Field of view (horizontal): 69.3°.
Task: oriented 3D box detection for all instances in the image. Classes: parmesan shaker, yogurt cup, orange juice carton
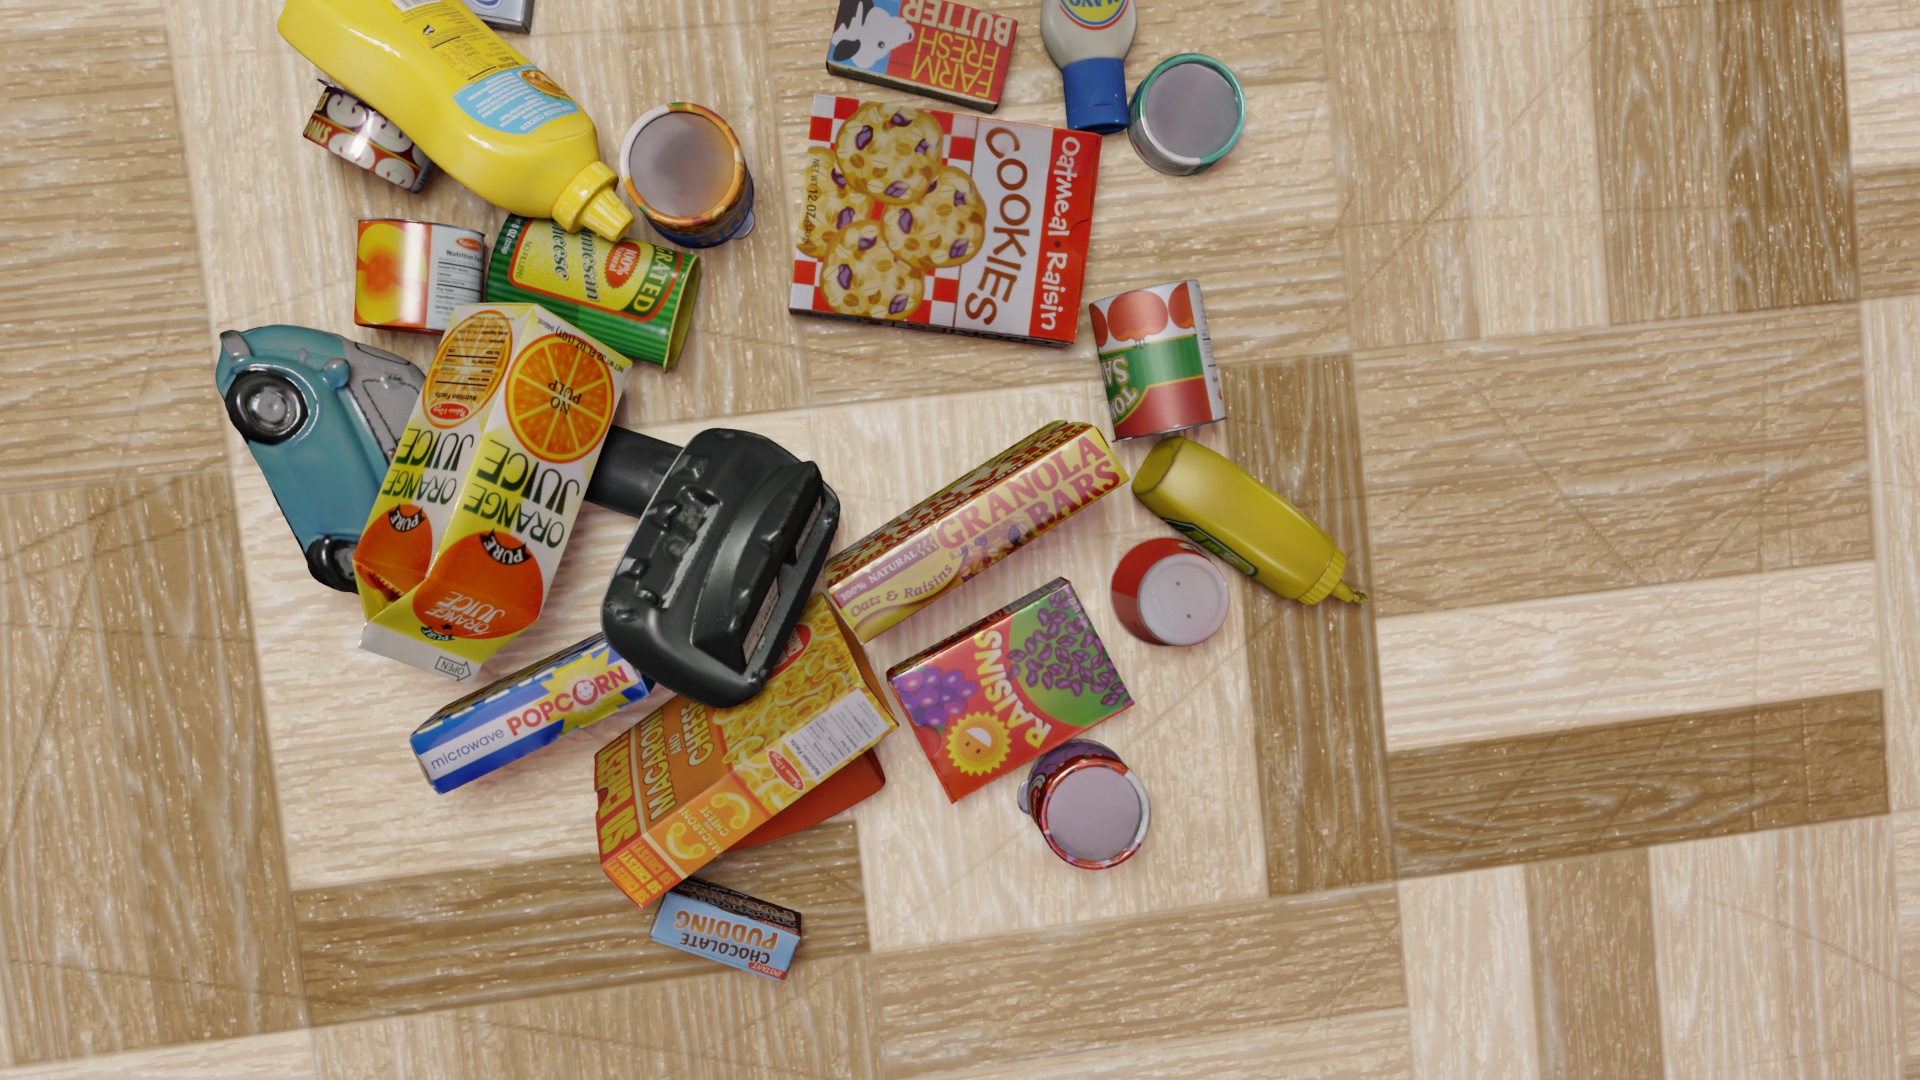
[{"bbox_3d":[-0.205,-0.139,0.778,0.103,0.071,0.071,15,92,-6],"label":"parmesan shaker"},{"bbox_3d":[0.127,0.033,0.826,0.072,0.054,0.072,0,93,-4],"label":"yogurt cup"},{"bbox_3d":[-0.252,-0.024,0.734,0.073,0.071,0.193,7,74,37],"label":"orange juice carton"}]

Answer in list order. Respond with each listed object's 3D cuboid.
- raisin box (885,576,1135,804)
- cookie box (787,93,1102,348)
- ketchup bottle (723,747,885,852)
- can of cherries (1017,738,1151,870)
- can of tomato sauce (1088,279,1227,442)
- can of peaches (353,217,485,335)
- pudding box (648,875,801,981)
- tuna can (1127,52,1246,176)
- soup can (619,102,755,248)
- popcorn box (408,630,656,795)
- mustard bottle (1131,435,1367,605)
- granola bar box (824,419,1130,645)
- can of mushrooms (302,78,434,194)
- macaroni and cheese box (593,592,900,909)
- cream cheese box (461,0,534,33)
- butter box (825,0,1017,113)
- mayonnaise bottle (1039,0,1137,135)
[{"bbox_3d":[0.029,0.088,0.828,0.123,0.040,0.086,-28,96,-2],"label":"raisin box"},{"bbox_3d":[-0.010,-0.183,0.808,0.167,0.040,0.123,7,93,-6],"label":"cookie box"},{"bbox_3d":[-0.122,0.150,0.816,0.149,0.043,0.064,-28,100,-3],"label":"ketchup bottle"},{"bbox_3d":[0.073,0.157,0.826,0.071,0.058,0.071,0,94,-6],"label":"can of cherries"},{"bbox_3d":[0.113,-0.104,0.811,0.071,0.071,0.083,-12,94,-4],"label":"can of tomato sauce"},{"bbox_3d":[-0.302,-0.145,0.772,0.071,0.071,0.058,3,94,-5],"label":"can of peaches"},{"bbox_3d":[-0.137,0.226,0.816,0.084,0.049,0.030,20,90,-6],"label":"pudding box"},{"bbox_3d":[0.135,-0.253,0.820,0.071,0.033,0.071,0,94,-5],"label":"tuna can"},{"bbox_3d":[-0.148,-0.200,0.773,0.071,0.084,0.071,0,94,-6],"label":"soup can"},{"bbox_3d":[-0.234,0.090,0.781,0.127,0.085,0.038,-25,97,-4],"label":"popcorn box"},{"bbox_3d":[0.179,-0.003,0.825,0.160,0.065,0.049,33,86,-10],"label":"mustard bottle"},{"bbox_3d":[0.003,-0.010,0.777,0.166,0.124,0.039,-32,98,-3],"label":"granola bar box"},{"bbox_3d":[-0.325,-0.221,0.763,0.071,0.071,0.033,27,93,-6],"label":"can of mushrooms"},{"bbox_3d":[-0.125,0.111,0.772,0.166,0.124,0.040,-35,115,-2],"label":"macaroni and cheese box"},{"bbox_3d":[-0.265,-0.343,0.783,0.053,0.024,0.103,8,93,-5],"label":"cream cheese box"},{"bbox_3d":[-0.022,-0.288,0.809,0.103,0.024,0.053,12,93,-5],"label":"butter box"},{"bbox_3d":[0.074,-0.313,0.807,0.065,0.041,0.148,-6,93,-7],"label":"mayonnaise bottle"}]
